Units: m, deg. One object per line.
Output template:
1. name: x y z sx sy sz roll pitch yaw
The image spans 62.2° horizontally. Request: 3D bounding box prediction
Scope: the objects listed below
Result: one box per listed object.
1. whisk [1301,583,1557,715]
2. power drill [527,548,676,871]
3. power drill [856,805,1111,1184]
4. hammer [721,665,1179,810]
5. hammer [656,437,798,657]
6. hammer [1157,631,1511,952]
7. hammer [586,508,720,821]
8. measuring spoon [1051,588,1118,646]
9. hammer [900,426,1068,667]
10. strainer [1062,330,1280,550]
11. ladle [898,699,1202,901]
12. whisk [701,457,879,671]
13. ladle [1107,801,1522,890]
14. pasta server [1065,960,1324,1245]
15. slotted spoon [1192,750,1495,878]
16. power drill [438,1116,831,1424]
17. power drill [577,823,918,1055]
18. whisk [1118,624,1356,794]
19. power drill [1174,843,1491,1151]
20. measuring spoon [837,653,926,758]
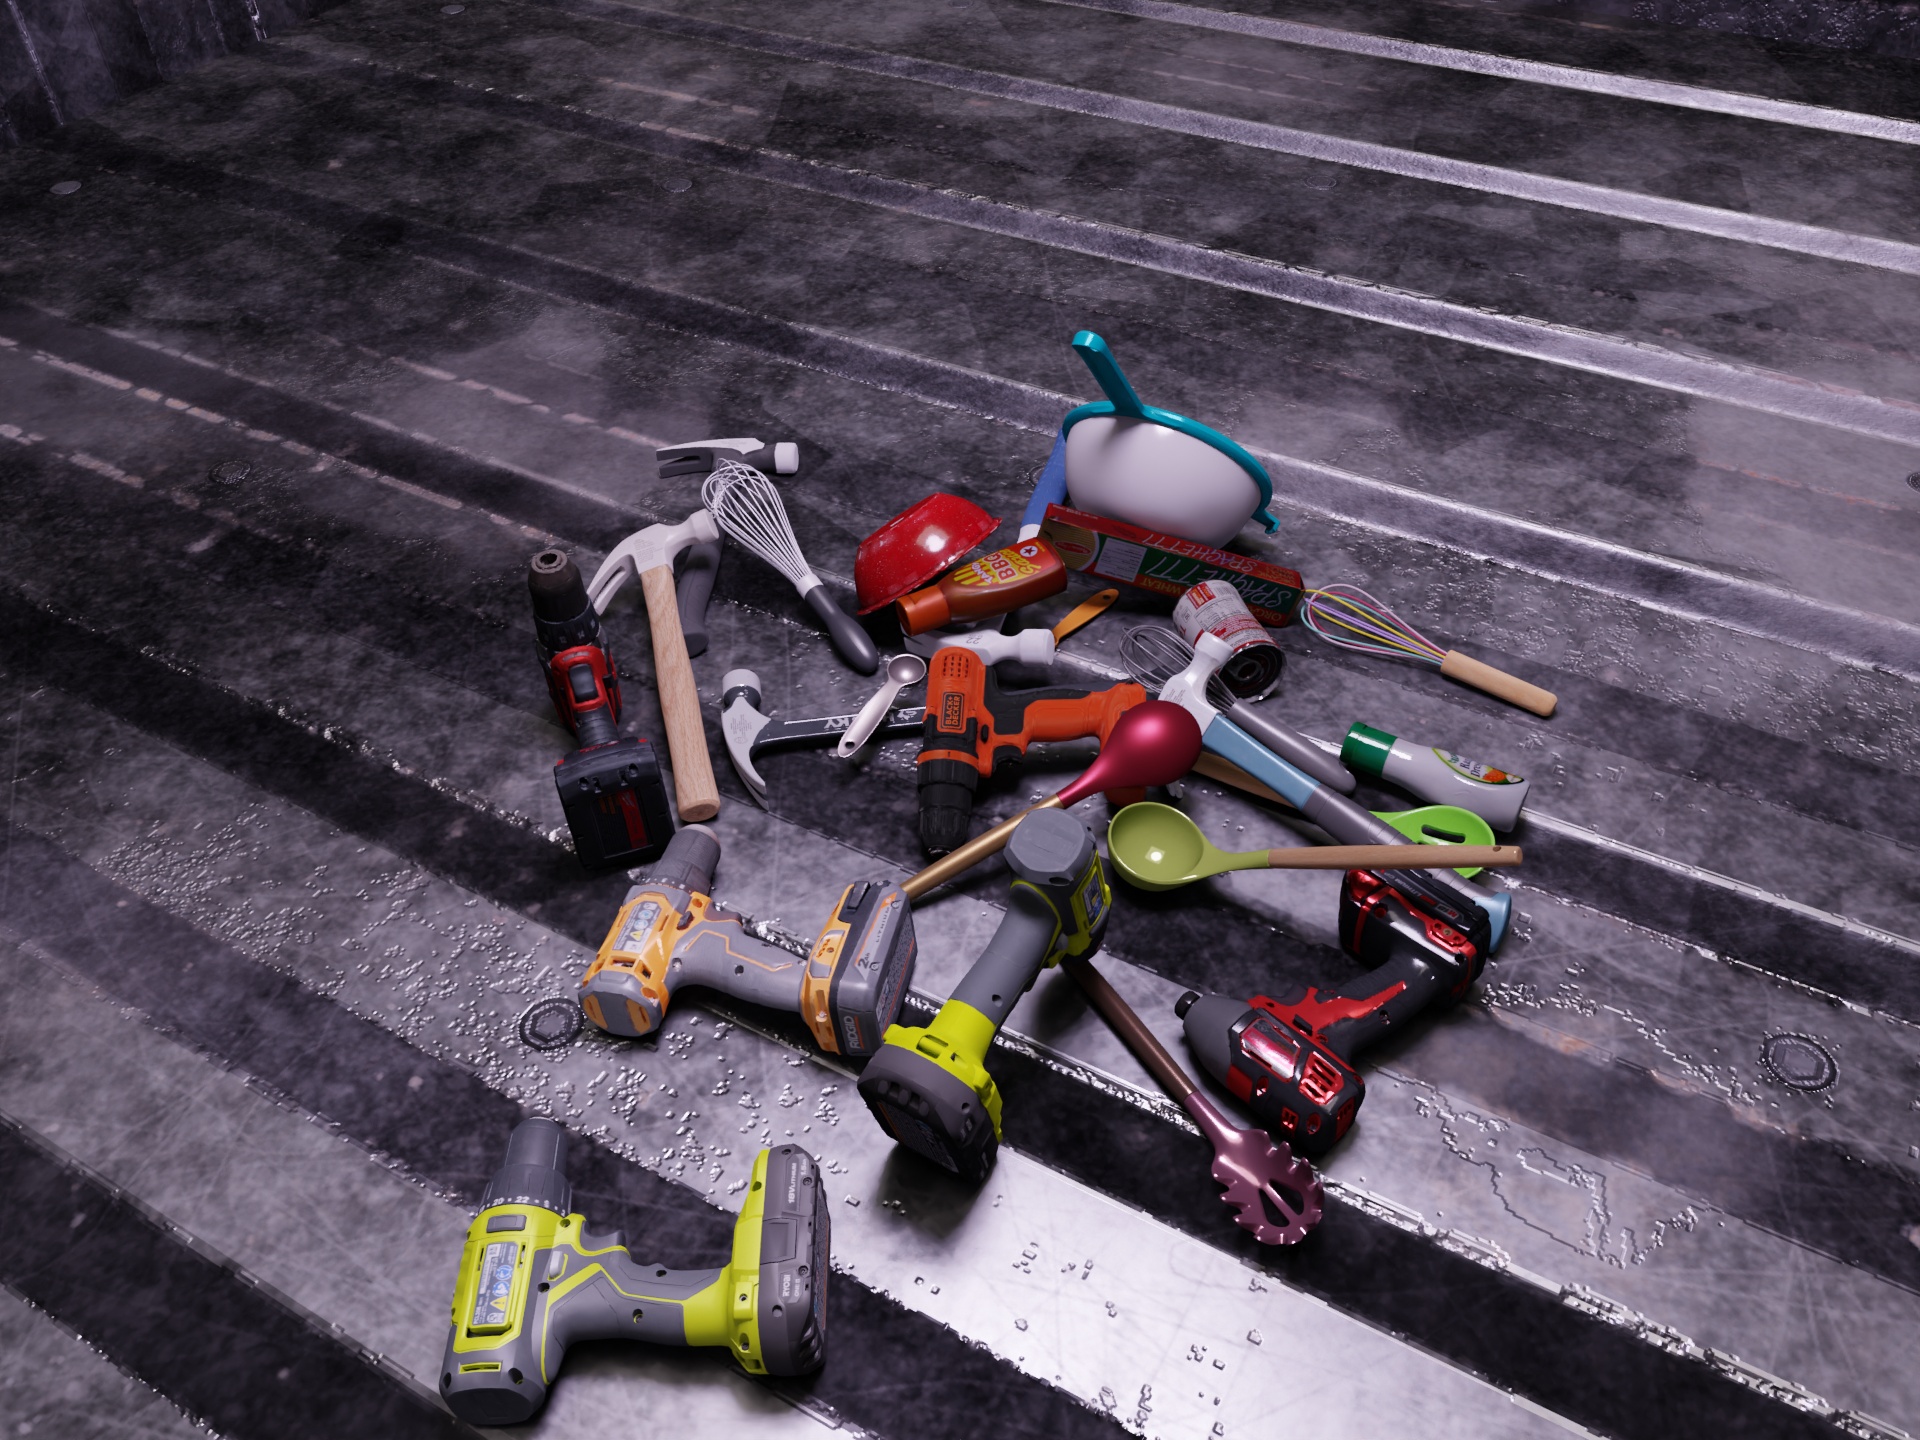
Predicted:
1. whisk: 0.414 -0.063 1.424 0.245 0.047 0.051 28 49 24
2. power drill: -0.303 -0.012 1.300 0.080 0.187 0.227 -15 48 -12
3. power drill: 0.030 0.189 1.078 0.080 0.171 0.223 22 64 24
4. hammer: -0.002 -0.004 1.385 0.409 0.036 0.149 -6 44 -4
5. hammer: -0.256 -0.178 1.584 0.146 0.035 0.335 2 43 3
6. hammer: 0.290 0.068 1.258 0.331 0.033 0.128 37 98 25
7. hammer: -0.258 -0.049 1.411 0.130 0.031 0.332 -21 53 4
8. measuring spoon: 0.112 -0.094 1.497 0.021 0.011 0.117 28 47 30
9. hammer: 0.063 -0.180 1.552 0.144 0.035 0.406 3 39 18
10. strainer: 0.156 -0.230 1.455 0.211 0.340 0.095 16 79 29
11. ladle: 0.055 0.076 1.251 0.315 0.031 0.069 -30 79 -7
12. whisk: -0.159 -0.148 1.504 0.070 0.070 0.285 -27 62 -24
13. ladle: 0.248 0.092 1.165 0.320 0.062 0.078 -5 35 40
14. pasta server: 0.143 0.242 1.110 0.060 0.040 0.317 -39 49 -4
15. slotted spoon: 0.280 0.062 1.305 0.314 0.031 0.070 20 67 26
16. power drill: -0.200 0.332 1.002 0.228 0.080 0.191 -4 43 2
17. power drill: -0.150 0.157 1.188 0.226 0.084 0.185 4 42 13
18. whisk: 0.232 -0.010 1.346 0.239 0.055 0.055 36 53 16
19. power drill: 0.264 0.192 1.134 0.220 0.078 0.143 -36 52 -28
20. measuring spoon: -0.069 -0.009 1.361 0.034 0.018 0.124 24 57 18
